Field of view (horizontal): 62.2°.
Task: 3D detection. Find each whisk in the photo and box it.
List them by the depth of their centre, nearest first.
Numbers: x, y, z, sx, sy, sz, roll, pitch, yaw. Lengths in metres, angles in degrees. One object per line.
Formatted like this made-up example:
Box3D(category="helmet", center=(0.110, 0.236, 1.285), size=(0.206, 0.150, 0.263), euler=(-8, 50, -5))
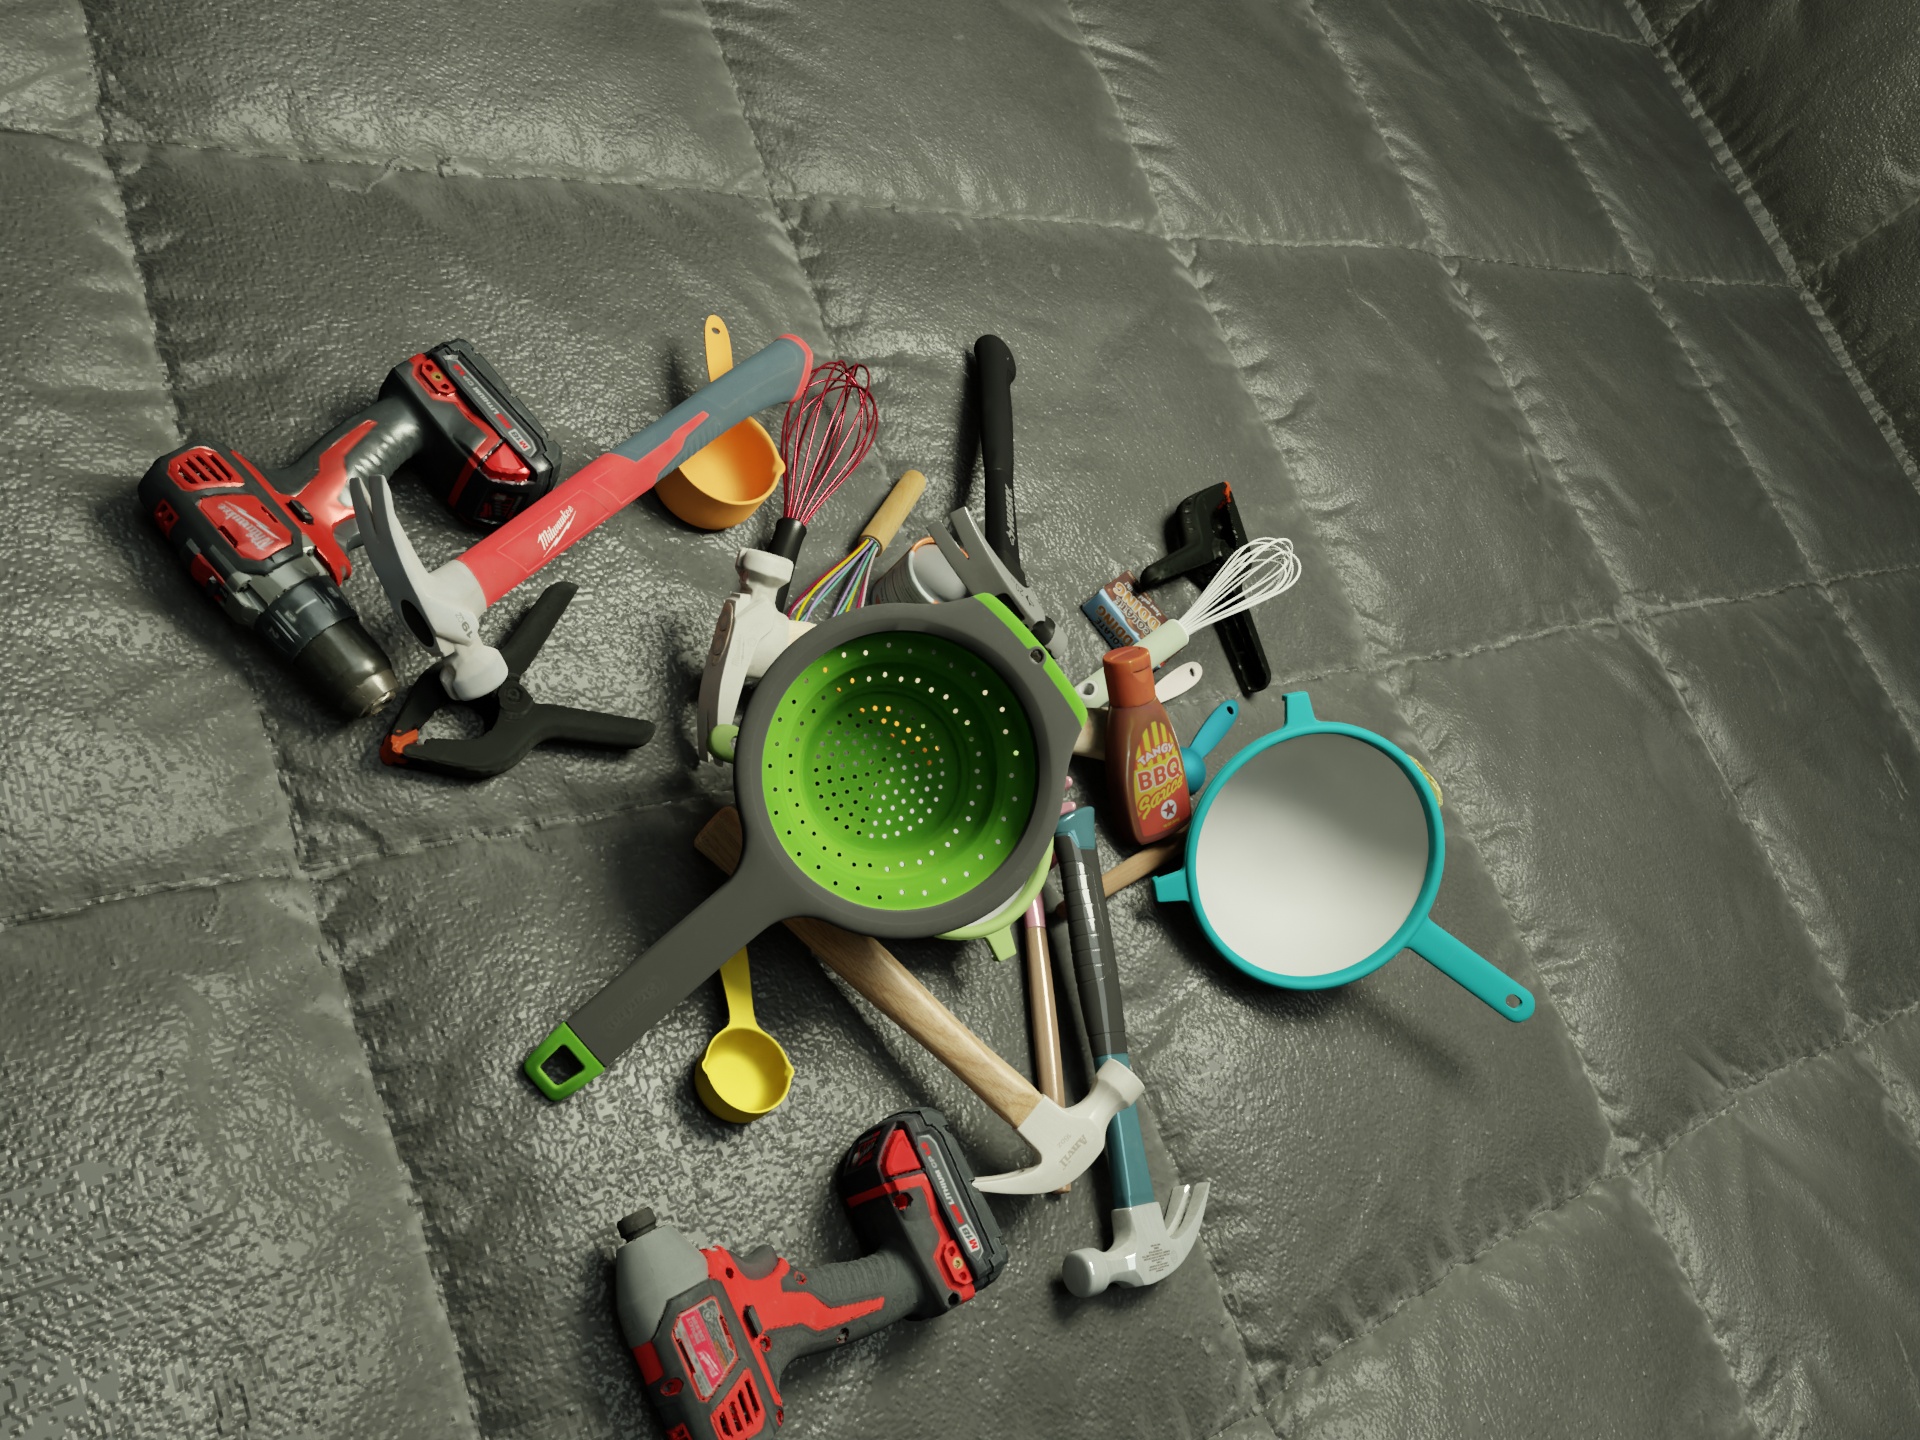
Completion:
Box3D(category="whisk", center=(-0.120, -0.159, 1.186), size=(0.073, 0.073, 0.296), euler=(28, 57, -20))
Box3D(category="whisk", center=(-0.077, -0.117, 1.206), size=(0.047, 0.051, 0.245), euler=(45, 42, -16))
Box3D(category="whisk", center=(0.185, -0.077, 1.312), size=(0.246, 0.059, 0.058), euler=(-35, 58, -17))

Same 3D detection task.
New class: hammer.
Box3D(category="hammer", center=(-0.043, 0.180, 1.034), size=(0.331, 0.031, 0.130), euler=(42, 75, 1))
Box3D(category="hammer", center=(-0.223, -0.177, 1.037), size=(0.386, 0.038, 0.143), euler=(-49, 129, -42))
Box3D(category="hammer", center=(0.102, 0.221, 1.112), size=(0.128, 0.033, 0.331), euler=(7, 68, -41))
Box3D(category="hammer", center=(-0.002, -0.004, 1.173), size=(0.410, 0.038, 0.146), euler=(15, 90, -36))
Box3D(category="hammer", center=(0.028, -0.206, 1.286), size=(0.146, 0.035, 0.335), euler=(45, 31, -38))

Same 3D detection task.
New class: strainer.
Box3D(category="strainer", center=(-0.061, 0.061, 1.092), size=(0.256, 0.069, 0.151), euler=(22, 70, -19))
Box3D(category="strainer", center=(0.316, 0.135, 1.276), size=(0.340, 0.095, 0.211), euler=(35, 91, -14))

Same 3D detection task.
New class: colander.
Box3D(category="colander", center=(-0.104, 0.084, 0.988), size=(0.397, 0.094, 0.204), euler=(-41, 96, -11))

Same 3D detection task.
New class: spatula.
Box3D(category="spatula", center=(0.179, 0.093, 1.279), size=(0.316, 0.018, 0.060), euler=(-25, 85, -43))

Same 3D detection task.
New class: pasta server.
Box3D(category="pasta server", center=(0.061, 0.173, 1.135), size=(0.060, 0.040, 0.316), euler=(17, 57, -38))

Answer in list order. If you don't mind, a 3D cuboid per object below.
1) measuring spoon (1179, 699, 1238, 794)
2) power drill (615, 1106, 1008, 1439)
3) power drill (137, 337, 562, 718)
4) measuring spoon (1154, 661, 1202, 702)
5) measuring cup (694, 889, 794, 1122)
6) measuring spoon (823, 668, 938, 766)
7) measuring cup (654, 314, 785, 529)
Box3D(category="measuring spoon", center=(0.211, 0.015, 1.343), size=(0.042, 0.021, 0.129), euler=(47, 49, -4))
Box3D(category="power drill", center=(-0.092, 0.316, 0.922), size=(0.219, 0.078, 0.143), euler=(-19, 76, -38))
Box3D(category="power drill", center=(-0.355, -0.121, 0.984), size=(0.188, 0.080, 0.227), euler=(50, 50, -1))
Box3D(category="measuring spoon", center=(0.170, -0.025, 1.347), size=(0.124, 0.018, 0.034), euler=(-28, 95, -49))
Box3D(category="measuring cup", center=(-0.145, 0.179, 1.000), size=(0.062, 0.029, 0.157), euler=(11, 47, -32))
Box3D(category="measuring spoon", center=(-0.058, -0.012, 1.068), size=(0.117, 0.011, 0.021), euler=(43, 58, -2))
Box3D(category="measuring cup", center=(-0.186, -0.219, 1.177), size=(0.095, 0.052, 0.174), euler=(10, 57, -31))
